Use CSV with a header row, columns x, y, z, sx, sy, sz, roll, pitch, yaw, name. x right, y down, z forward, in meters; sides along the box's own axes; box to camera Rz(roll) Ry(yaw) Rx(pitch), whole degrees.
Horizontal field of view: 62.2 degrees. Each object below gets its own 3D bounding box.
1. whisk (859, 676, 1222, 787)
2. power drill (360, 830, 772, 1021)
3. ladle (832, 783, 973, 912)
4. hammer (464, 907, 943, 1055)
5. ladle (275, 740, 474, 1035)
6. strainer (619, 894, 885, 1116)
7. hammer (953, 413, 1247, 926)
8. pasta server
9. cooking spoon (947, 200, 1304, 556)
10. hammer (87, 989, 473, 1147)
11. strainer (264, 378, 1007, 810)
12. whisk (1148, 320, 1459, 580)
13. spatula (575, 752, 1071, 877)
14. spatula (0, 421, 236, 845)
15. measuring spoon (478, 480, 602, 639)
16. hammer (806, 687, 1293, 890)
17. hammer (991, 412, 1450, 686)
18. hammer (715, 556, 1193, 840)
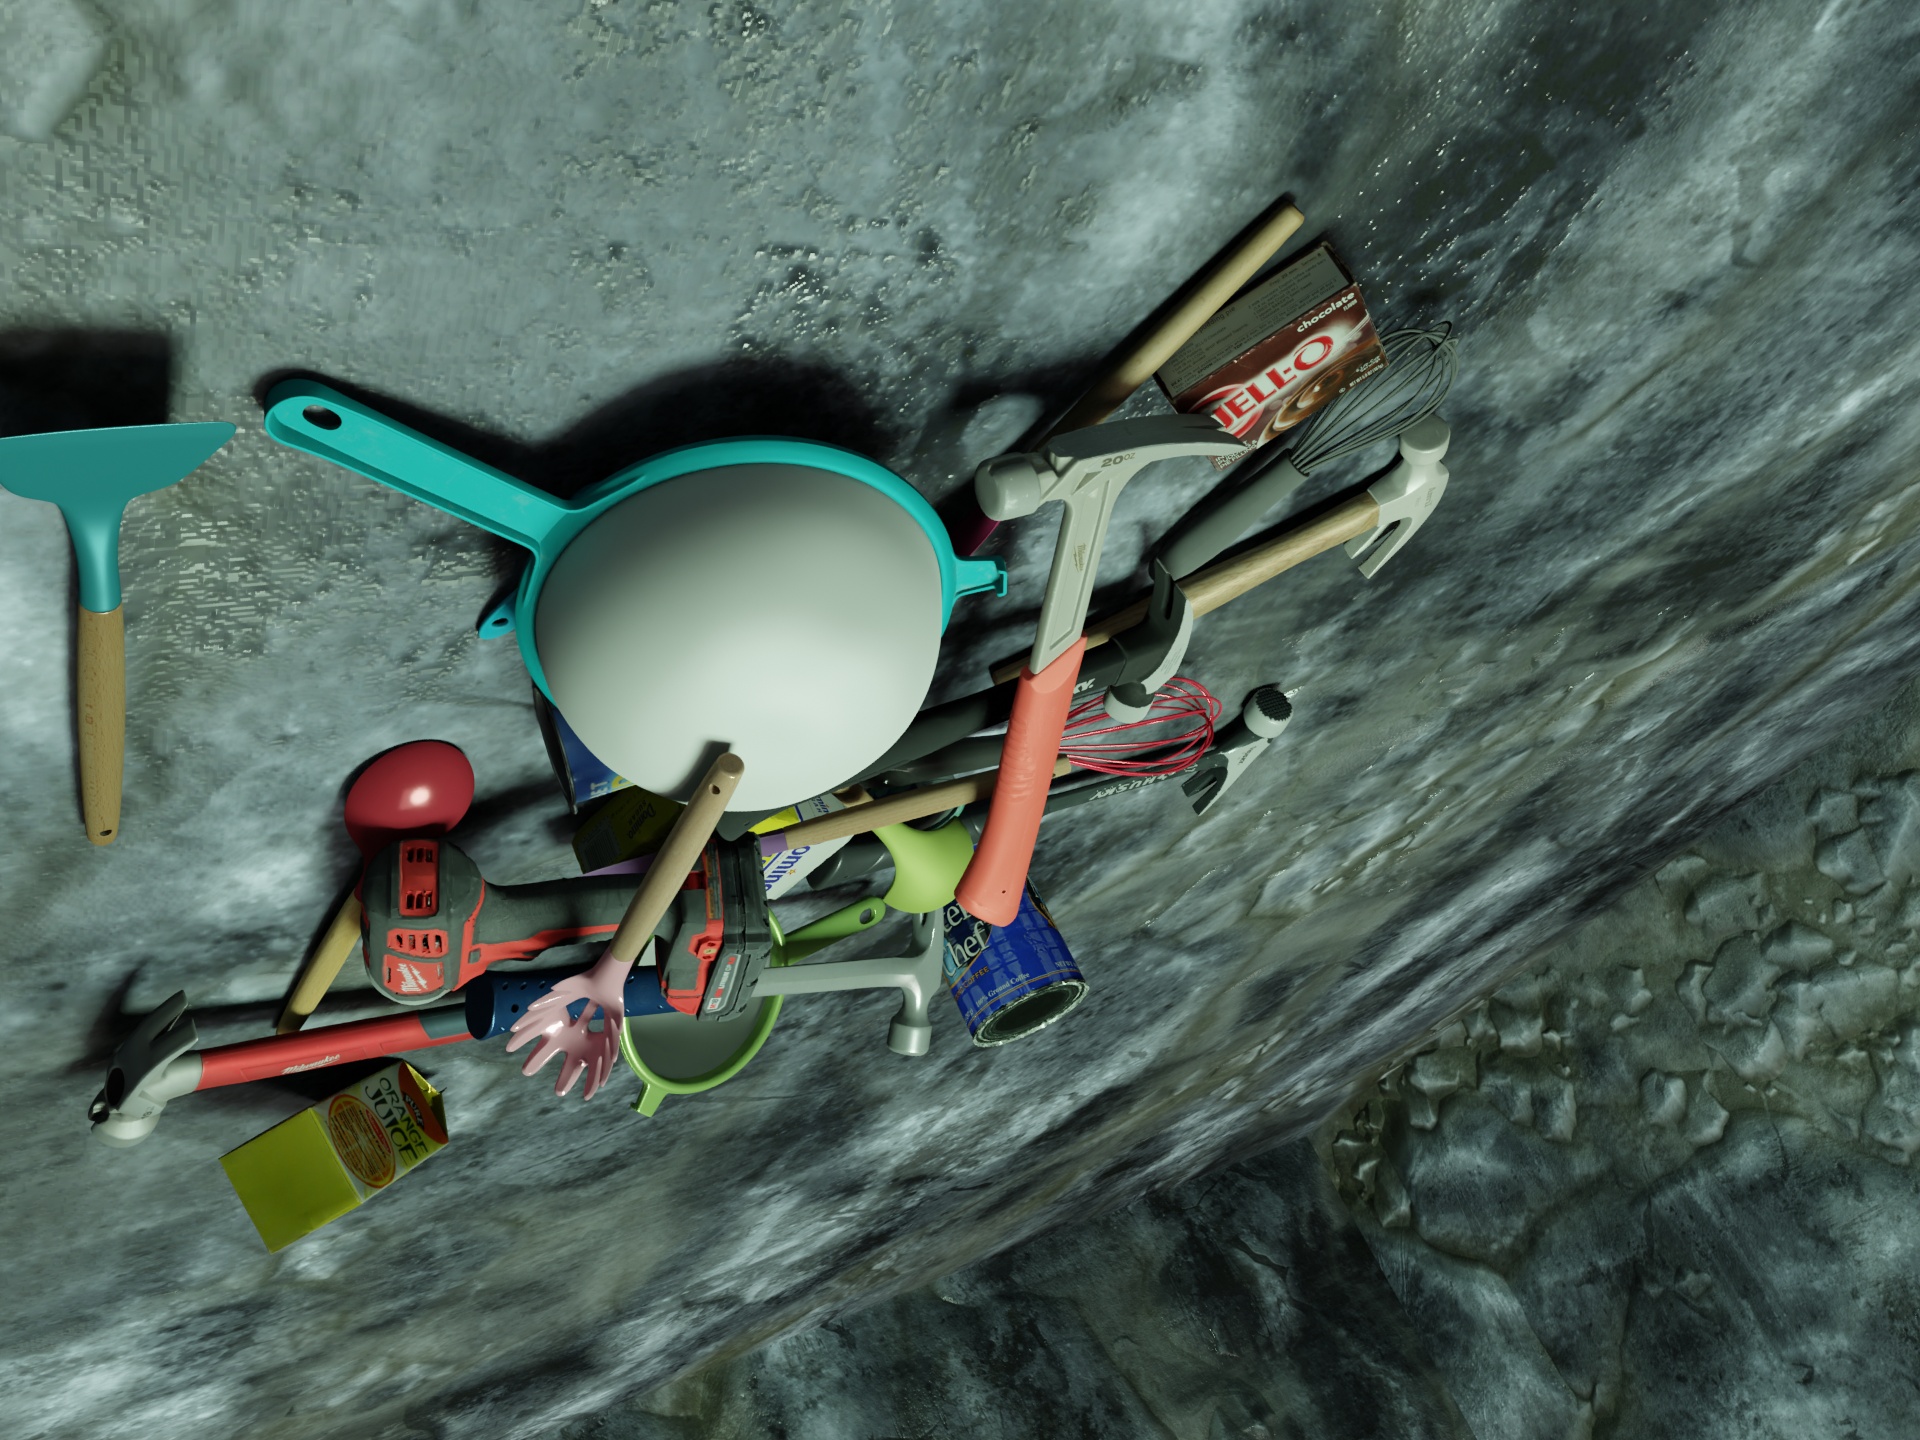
x,y,z,sx,sy,sz,roll,pitch,yaw,name
0.058,0.017,1.126,0.295,0.073,0.073,-8,149,-23,whisk
-0.229,0.123,0.916,0.219,0.079,0.143,2,145,-20,power drill
-0.079,0.039,1.010,0.078,0.062,0.319,-49,139,-6,ladle
-0.156,0.179,1.114,0.405,0.035,0.144,5,95,-48,hammer
-0.359,0.114,0.937,0.069,0.031,0.315,1,144,-39,ladle
-0.166,0.173,1.181,0.256,0.069,0.151,-20,113,-45,strainer
0.055,-0.012,0.917,0.149,0.037,0.358,-15,138,-26,hammer
-0.167,0.110,0.804,0.316,0.060,0.040,-53,-175,47,pasta server
0.056,-0.152,0.840,0.319,0.017,0.069,-42,-168,22,cooking spoon
-0.349,0.196,1.051,0.386,0.038,0.143,-3,147,-47,hammer
-0.139,-0.043,0.696,0.211,0.095,0.340,-40,137,26,strainer
0.201,-0.156,0.960,0.055,0.055,0.239,6,144,-48,whisk
-0.083,0.068,0.985,0.316,0.018,0.059,-15,149,-7,spatula
-0.356,-0.026,0.660,0.082,0.044,0.317,-13,152,-35,spatula
-0.195,-0.078,0.758,0.128,0.021,0.042,-34,156,33,measuring spoon
0.069,0.067,1.250,0.409,0.036,0.149,-14,152,-25,hammer
0.174,-0.090,1.064,0.331,0.031,0.130,-27,154,-1,hammer
-0.002,-0.003,0.955,0.334,0.035,0.146,-20,153,-25,hammer
